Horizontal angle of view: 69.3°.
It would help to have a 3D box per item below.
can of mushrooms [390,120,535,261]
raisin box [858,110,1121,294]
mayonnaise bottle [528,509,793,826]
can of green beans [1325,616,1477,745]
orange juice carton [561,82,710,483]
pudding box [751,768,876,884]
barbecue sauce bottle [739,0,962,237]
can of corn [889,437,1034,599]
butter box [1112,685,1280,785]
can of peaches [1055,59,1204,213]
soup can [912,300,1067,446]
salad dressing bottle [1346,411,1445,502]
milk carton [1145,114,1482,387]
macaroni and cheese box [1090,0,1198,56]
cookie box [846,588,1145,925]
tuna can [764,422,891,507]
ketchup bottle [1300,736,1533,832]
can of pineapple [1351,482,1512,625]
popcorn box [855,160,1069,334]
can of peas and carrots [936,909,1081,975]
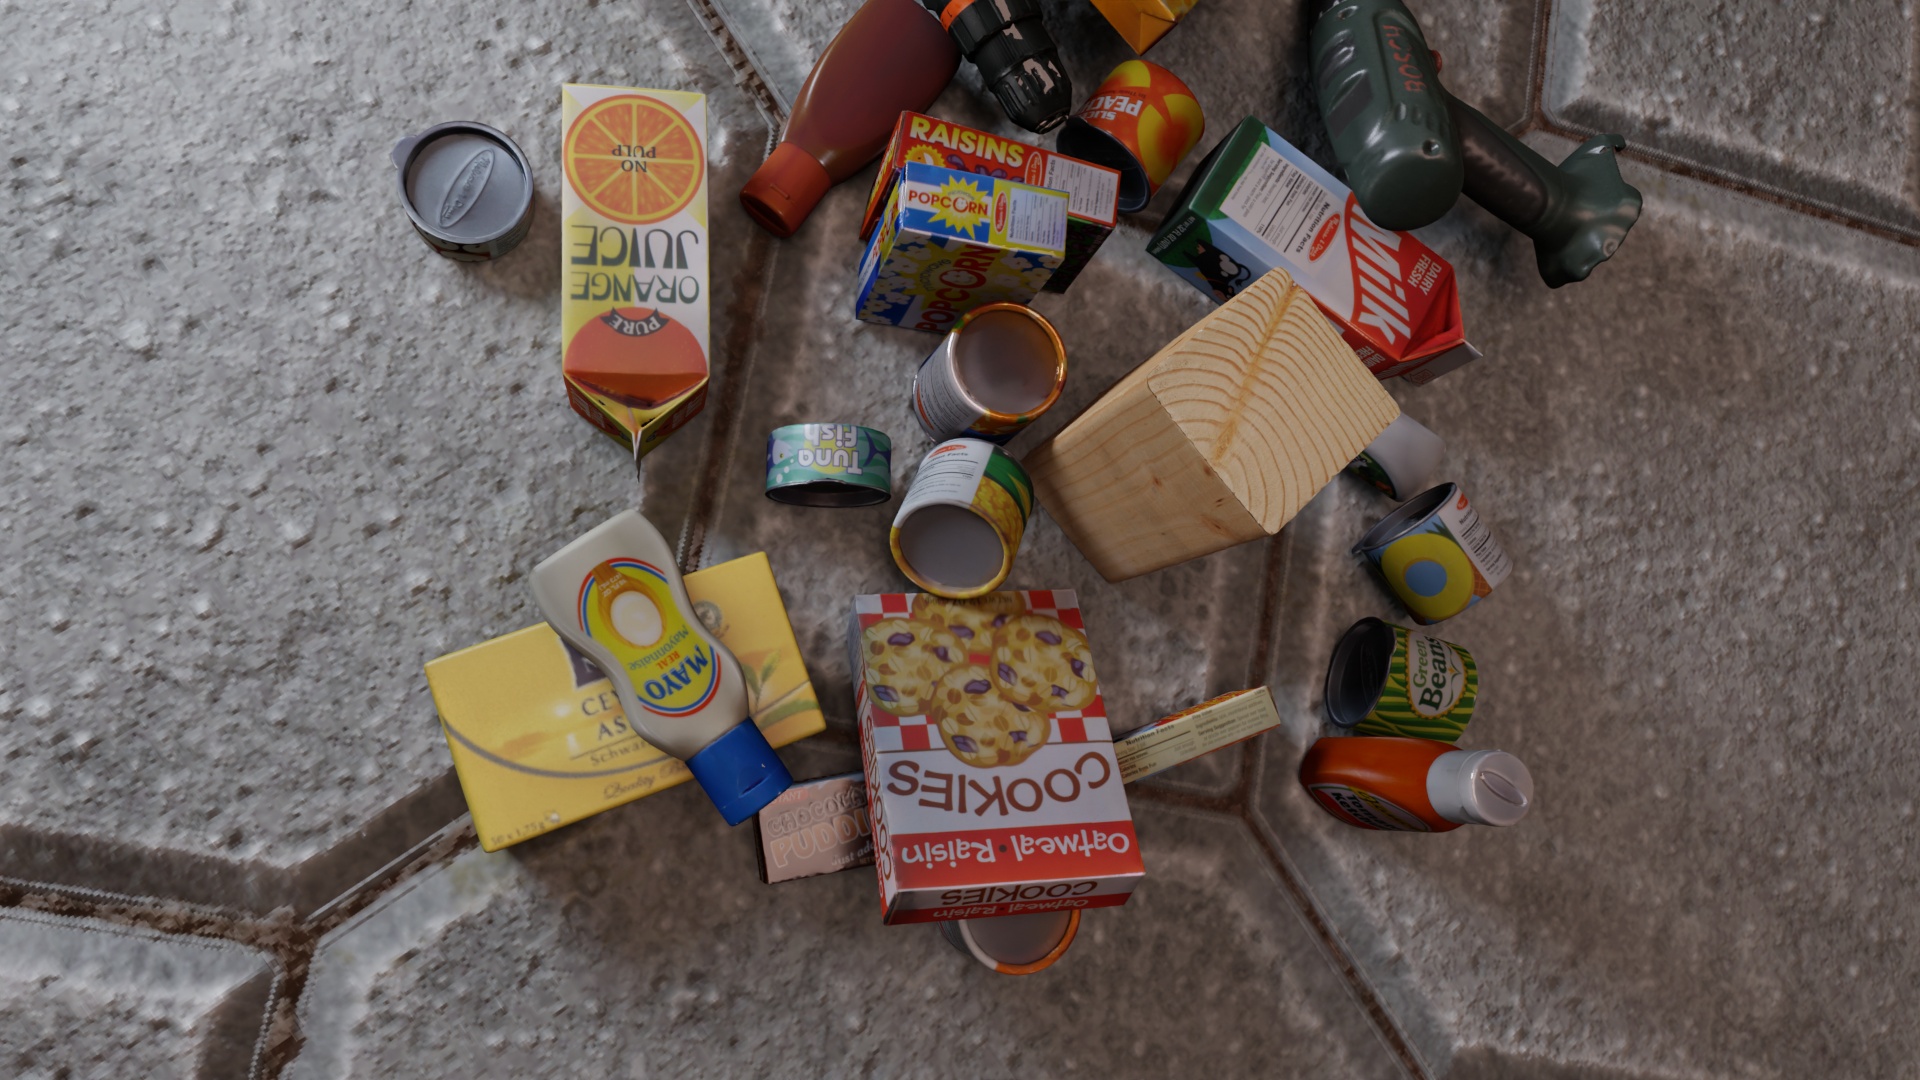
[{"bbox_3d":[-0.258,-0.182,0.721,0.071,0.033,0.071,2,82,-14],"label":"can of mushrooms"},{"bbox_3d":[0.015,-0.182,0.762,0.123,0.086,0.040,13,73,-12],"label":"raisin box"},{"bbox_3d":[-0.133,0.061,0.640,0.065,0.041,0.148,-35,90,-19],"label":"mayonnaise bottle"},{"bbox_3d":[0.250,0.083,0.790,0.058,0.071,0.071,18,78,-11],"label":"can of green beans"},{"bbox_3d":[-0.167,-0.129,0.716,0.073,0.071,0.193,0,81,-13],"label":"orange juice carton"},{"bbox_3d":[-0.064,0.146,0.721,0.084,0.030,0.049,-7,83,-15],"label":"pudding box"},{"bbox_3d":[-0.064,-0.235,0.773,0.065,0.043,0.149,38,75,-8],"label":"barbecue sauce bottle"},{"bbox_3d":[0.003,-0.009,0.732,0.071,0.070,0.058,32,37,-8],"label":"can of corn"},{"bbox_3d":[0.119,0.108,0.761,0.104,0.053,0.024,-18,84,-17],"label":"butter box"},{"bbox_3d":[0.097,-0.234,0.799,0.071,0.071,0.058,41,74,-5],"label":"can of peaches"},{"bbox_3d":[0.017,-0.087,0.749,0.071,0.083,0.071,2,81,-14],"label":"soup can"},{"bbox_3d":[0.209,-0.081,0.811,0.148,0.064,0.044,35,92,2],"label":"salad dressing bottle"},{"bbox_3d":[0.213,-0.154,0.815,0.190,0.072,0.073,34,76,-6],"label":"milk carton"},{"bbox_3d":[0.109,-0.367,0.770,0.123,0.040,0.167,45,62,-12],"label":"macaroni and cheese box"},{"bbox_3d":[0.013,0.105,0.704,0.123,0.040,0.168,0,53,-14],"label":"cookie box"},{"bbox_3d":[-0.069,-0.039,0.727,0.071,0.071,0.033,2,80,-14],"label":"tuna can"},{"bbox_3d":[0.243,0.130,0.739,0.065,0.148,0.043,34,74,-7],"label":"ketchup bottle"},{"bbox_3d":[0.275,0.009,0.810,0.071,0.071,0.058,-37,92,-16],"label":"can of pineapple"},{"bbox_3d":[-0.003,-0.148,0.731,0.085,0.126,0.038,8,76,-13],"label":"popcorn box"},{"bbox_3d":[0.025,0.187,0.722,0.071,0.058,0.071,2,82,-14],"label":"can of peas and carrots"}]
